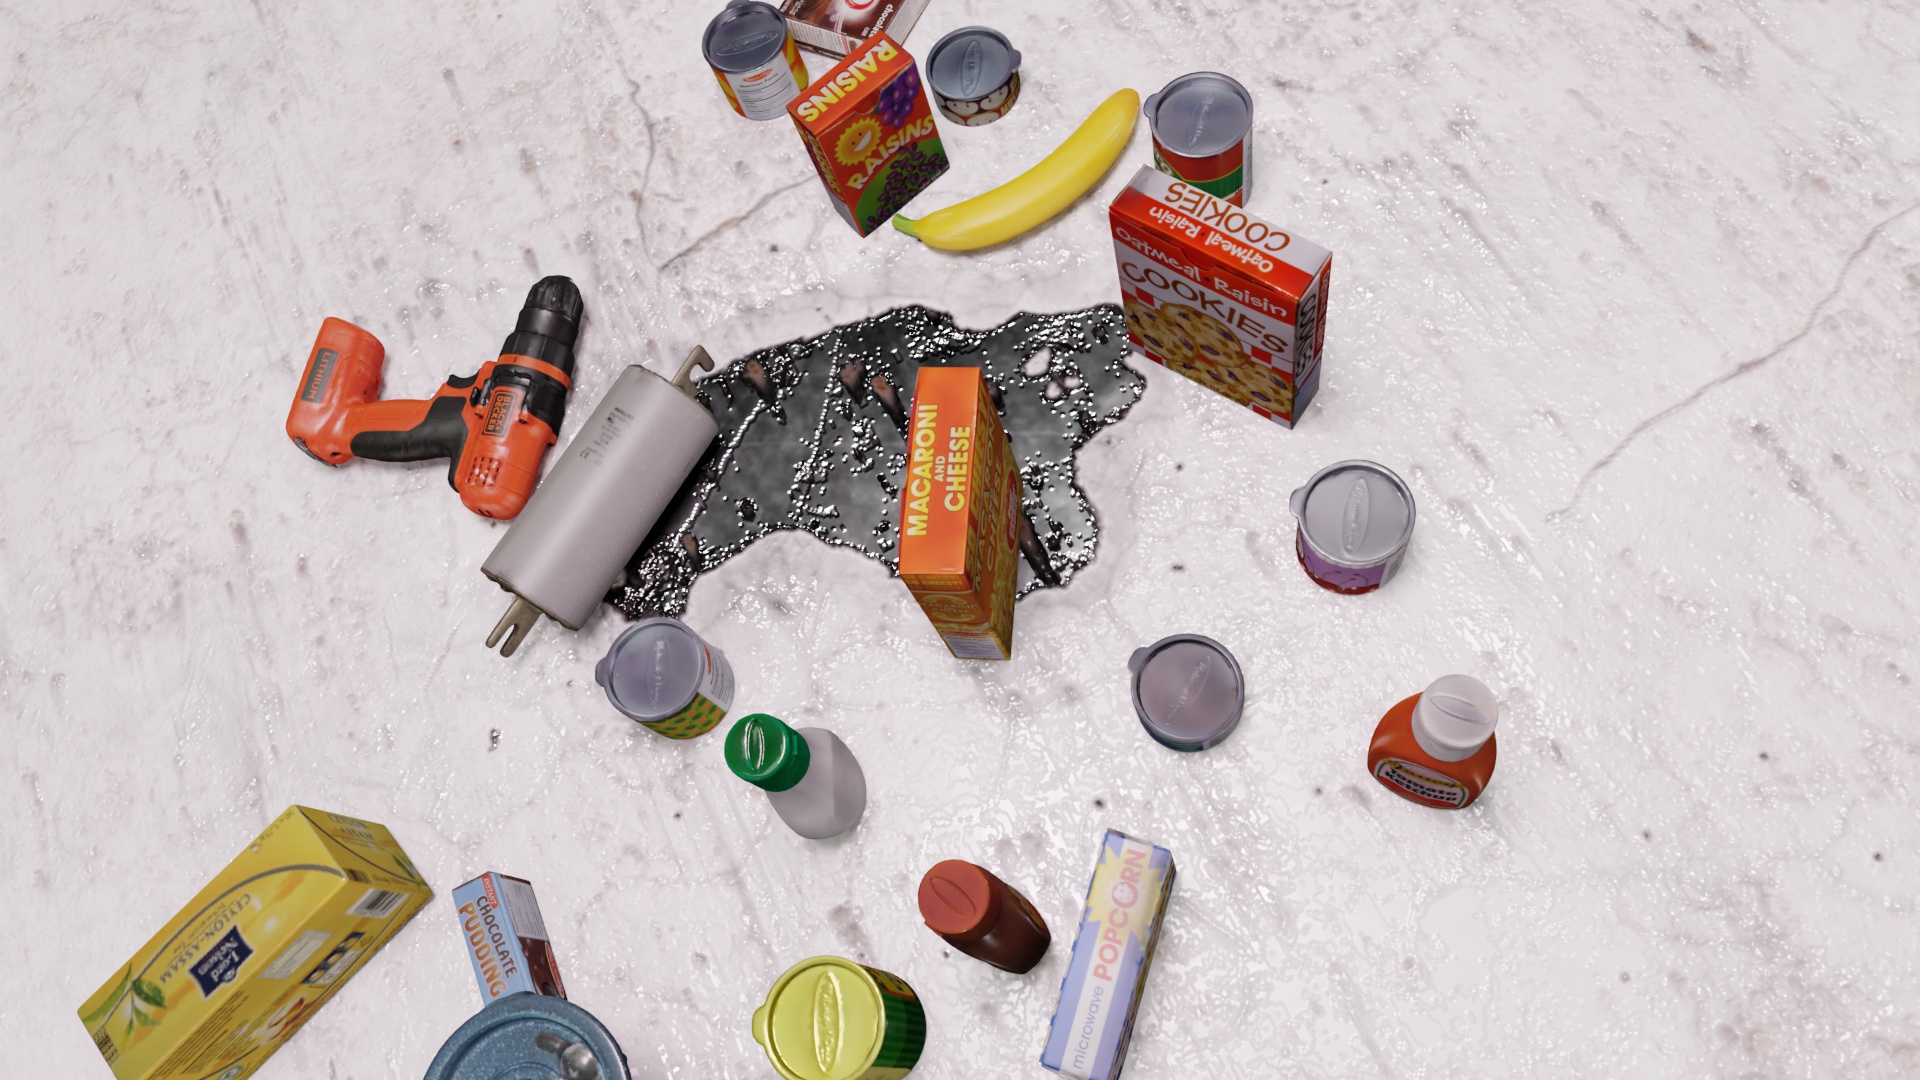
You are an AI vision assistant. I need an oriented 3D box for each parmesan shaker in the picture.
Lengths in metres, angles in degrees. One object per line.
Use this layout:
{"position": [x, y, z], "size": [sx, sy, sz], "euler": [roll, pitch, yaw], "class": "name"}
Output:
{"position": [-0.063, 0.264, 0.757], "size": [0.071, 0.102, 0.071], "euler": [-4, 69, 10], "class": "parmesan shaker"}

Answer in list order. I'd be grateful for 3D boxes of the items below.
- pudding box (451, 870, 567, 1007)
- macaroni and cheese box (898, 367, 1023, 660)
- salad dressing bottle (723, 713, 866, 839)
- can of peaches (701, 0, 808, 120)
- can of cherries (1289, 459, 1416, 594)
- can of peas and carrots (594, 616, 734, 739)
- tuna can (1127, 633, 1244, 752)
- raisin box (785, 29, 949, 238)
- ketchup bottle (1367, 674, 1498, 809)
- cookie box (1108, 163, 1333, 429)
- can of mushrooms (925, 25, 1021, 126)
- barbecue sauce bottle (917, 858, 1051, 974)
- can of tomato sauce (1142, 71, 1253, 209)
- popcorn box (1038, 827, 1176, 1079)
{"position": [-0.271, 0.245, 0.836], "size": [0.030, 0.049, 0.084], "euler": [-28, 66, 0], "class": "pudding box"}
{"position": [0.003, -0.010, 0.817], "size": [0.040, 0.166, 0.124], "euler": [0, 70, 12], "class": "macaroni and cheese box"}
{"position": [-0.093, 0.132, 0.791], "size": [0.044, 0.147, 0.064], "euler": [-8, 68, 9], "class": "salad dressing bottle"}
{"position": [-0.153, -0.361, 1.044], "size": [0.071, 0.058, 0.071], "euler": [-4, 69, 10], "class": "can of peaches"}
{"position": [0.232, -0.008, 0.829], "size": [0.071, 0.058, 0.072], "euler": [-4, 69, 10], "class": "can of cherries"}
{"position": [-0.185, 0.088, 0.874], "size": [0.071, 0.058, 0.071], "euler": [-4, 69, 10], "class": "can of peas and carrots"}
{"position": [0.133, 0.090, 0.824], "size": [0.071, 0.032, 0.071], "euler": [-4, 68, 10], "class": "tuna can"}
{"position": [-0.061, -0.277, 0.957], "size": [0.086, 0.123, 0.040], "euler": [-40, 67, -5], "class": "raisin box"}
{"position": [0.252, 0.105, 0.731], "size": [0.065, 0.148, 0.043], "euler": [20, 75, 18], "class": "ketchup bottle"}
{"position": [0.156, -0.141, 0.836], "size": [0.123, 0.167, 0.040], "euler": [31, 78, 20], "class": "cookie box"}
{"position": [0.012, -0.339, 1.015], "size": [0.071, 0.033, 0.071], "euler": [-4, 68, 10], "class": "can of mushrooms"}
{"position": [0.010, 0.199, 0.743], "size": [0.065, 0.148, 0.044], "euler": [36, 80, 21], "class": "barbecue sauce bottle"}
{"position": [0.160, -0.259, 0.928], "size": [0.071, 0.083, 0.071], "euler": [-4, 69, 10], "class": "can of tomato sauce"}
{"position": [0.082, 0.228, 0.752], "size": [0.038, 0.085, 0.127], "euler": [14, 73, 16], "class": "popcorn box"}
